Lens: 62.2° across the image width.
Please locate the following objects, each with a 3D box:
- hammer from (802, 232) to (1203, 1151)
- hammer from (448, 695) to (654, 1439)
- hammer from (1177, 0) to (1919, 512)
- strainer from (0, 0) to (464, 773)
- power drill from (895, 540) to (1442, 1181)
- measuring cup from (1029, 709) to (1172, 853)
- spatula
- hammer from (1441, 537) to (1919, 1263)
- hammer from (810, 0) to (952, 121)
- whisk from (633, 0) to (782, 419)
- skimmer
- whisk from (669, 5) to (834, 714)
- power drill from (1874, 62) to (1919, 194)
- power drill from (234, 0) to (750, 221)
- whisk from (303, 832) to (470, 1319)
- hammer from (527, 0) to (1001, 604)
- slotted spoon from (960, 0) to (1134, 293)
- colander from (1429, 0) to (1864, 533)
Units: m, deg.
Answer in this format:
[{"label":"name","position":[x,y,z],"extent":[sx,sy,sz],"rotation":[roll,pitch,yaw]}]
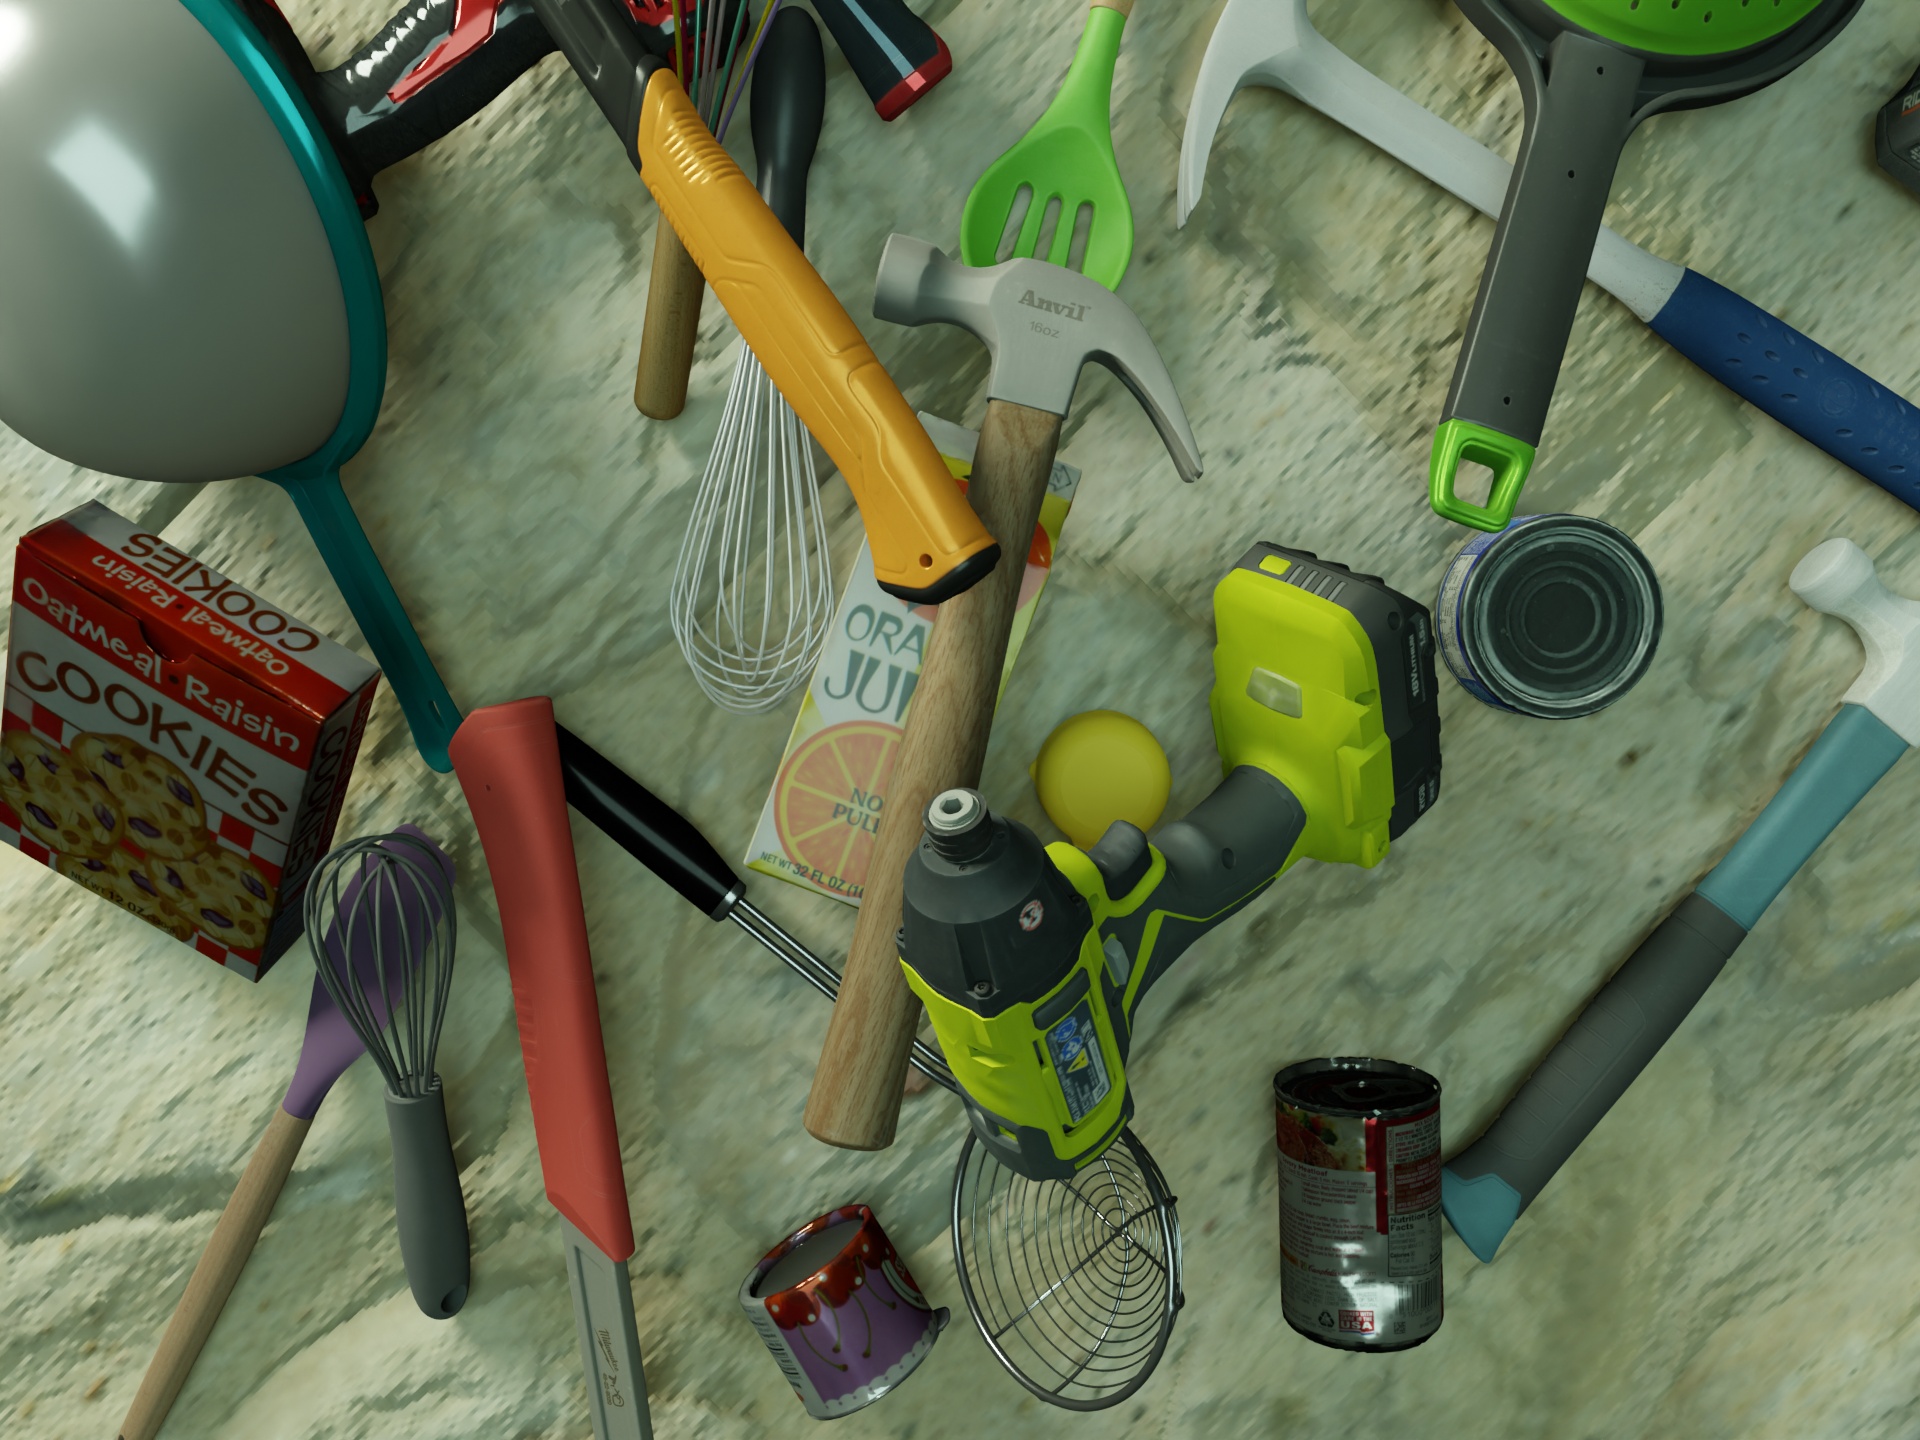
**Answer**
[{"label":"hammer","position":[-0.001,-0.002,0.587],"extent":[0.130,0.031,0.331],"rotation":[13,94,-1]},{"label":"hammer","position":[-0.147,0.169,0.641],"extent":[0.149,0.036,0.359],"rotation":[-3,97,26]},{"label":"hammer","position":[0.274,-0.174,0.647],"extent":[0.405,0.035,0.144],"rotation":[31,94,-3]},{"label":"strainer","position":[-0.288,-0.109,0.578],"extent":[0.211,0.095,0.340],"rotation":[-2,120,39]},{"label":"power drill","position":[0.076,0.040,0.575],"extent":[0.223,0.080,0.171],"rotation":[-40,135,-24]},{"label":"measuring cup","position":[0.056,0.074,0.669],"extent":[0.062,0.029,0.156],"rotation":[5,93,-1]},{"label":"spatula","position":[-0.294,0.186,0.678],"extent":[0.060,0.018,0.316],"rotation":[32,98,32]},{"label":"hammer","position":[0.312,0.091,0.674],"extent":[0.128,0.033,0.331],"rotation":[38,94,-3]},{"label":"hammer","position":[-0.136,-0.385,0.568],"extent":[0.038,0.143,0.386],"rotation":[-29,108,31]},{"label":"whisk","position":[-0.100,-0.227,0.592],"extent":[0.051,0.047,0.244],"rotation":[37,127,29]},{"label":"skimmer","position":[-0.060,0.127,0.644],"extent":[0.363,0.090,0.127],"rotation":[40,125,-2]},{"label":"whisk","position":[-0.078,-0.144,0.638],"extent":[0.070,0.070,0.284],"rotation":[4,91,-1]},{"label":"power drill","position":[0.456,-0.308,0.617],"extent":[0.185,0.084,0.226],"rotation":[33,90,-3]},{"label":"power drill","position":[-0.207,-0.285,0.614],"extent":[0.219,0.078,0.143],"rotation":[-26,96,-2]},{"label":"whisk","position":[-0.223,0.150,0.640],"extent":[0.055,0.055,0.238],"rotation":[1,115,-1]},{"label":"hammer","position":[-0.085,-0.189,0.538],"extent":[0.127,0.034,0.337],"rotation":[-33,91,29]},{"label":"slotted spoon","position":[0.069,-0.307,0.638],"extent":[0.070,0.031,0.314],"rotation":[17,93,-2]},{"label":"colander","position":[0.251,-0.263,0.576],"extent":[0.204,0.094,0.397],"rotation":[18,85,-6]}]
